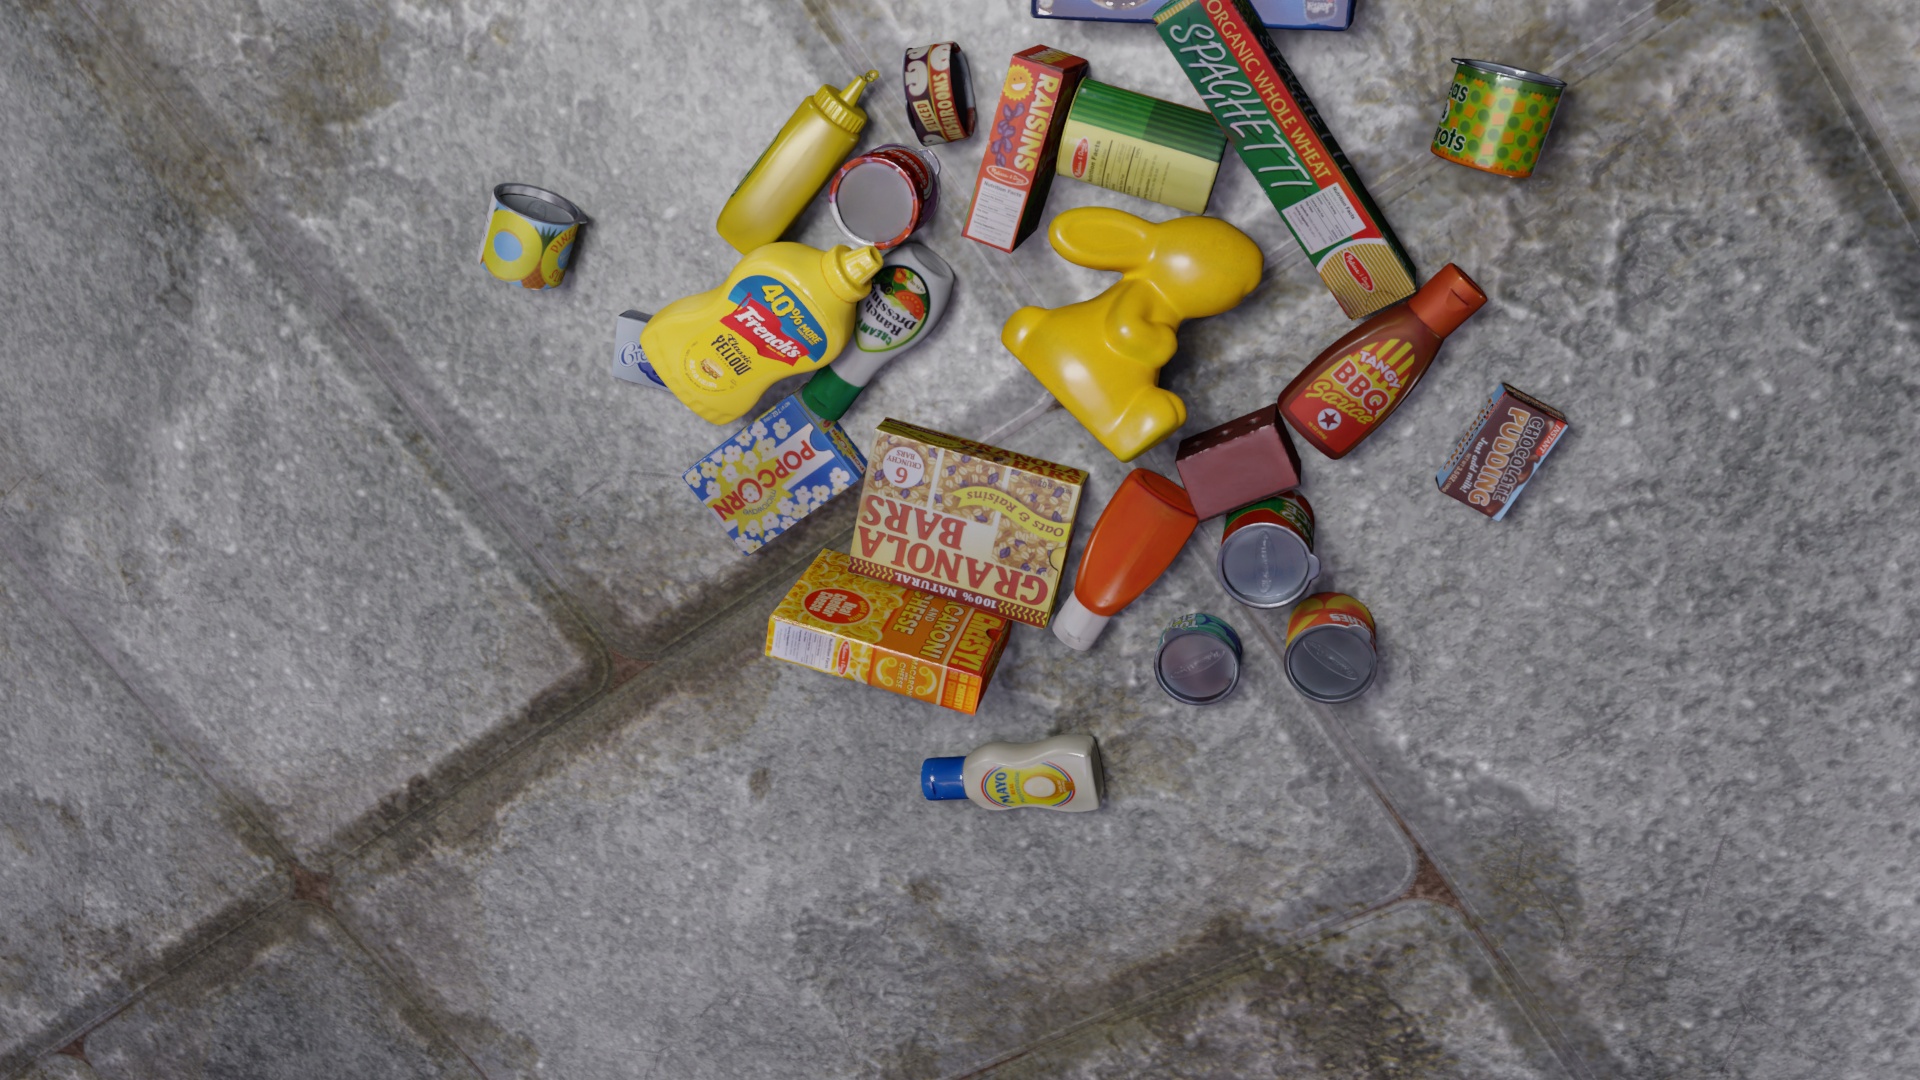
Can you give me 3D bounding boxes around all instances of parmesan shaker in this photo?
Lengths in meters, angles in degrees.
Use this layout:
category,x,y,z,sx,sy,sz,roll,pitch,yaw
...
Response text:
category,x,y,z,sx,sy,sz,roll,pitch,yaw
parmesan shaker,0.122,-0.261,0.927,0.103,0.071,0.071,18,116,6

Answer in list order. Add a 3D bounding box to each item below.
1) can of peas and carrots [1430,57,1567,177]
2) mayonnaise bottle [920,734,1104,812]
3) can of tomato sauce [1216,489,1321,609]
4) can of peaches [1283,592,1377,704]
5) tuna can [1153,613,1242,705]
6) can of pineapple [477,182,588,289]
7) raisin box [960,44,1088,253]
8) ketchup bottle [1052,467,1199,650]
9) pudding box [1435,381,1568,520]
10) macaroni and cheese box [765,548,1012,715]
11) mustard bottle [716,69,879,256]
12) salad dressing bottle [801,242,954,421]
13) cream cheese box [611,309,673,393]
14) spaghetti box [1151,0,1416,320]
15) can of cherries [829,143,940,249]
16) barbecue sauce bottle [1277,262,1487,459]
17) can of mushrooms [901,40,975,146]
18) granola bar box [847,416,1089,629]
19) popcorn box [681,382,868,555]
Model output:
category,x,y,z,sx,sy,sz,roll,pitch,yaw
can of peas and carrots,0.332,-0.264,0.867,0.071,0.071,0.058,16,117,8
mayonnaise bottle,0.042,0.197,1.158,0.148,0.041,0.064,-6,113,17
can of tomato sauce,0.223,0.002,1.002,0.071,0.083,0.071,6,114,13
can of peaches,0.278,0.078,1.034,0.071,0.058,0.071,6,113,13
tuna can,0.183,0.090,1.079,0.071,0.033,0.070,6,114,13
can of pineapple,-0.328,-0.231,1.060,0.071,0.071,0.057,27,118,3
raisin box,0.044,-0.264,0.934,0.040,0.086,0.122,21,117,7
ketchup bottle,0.120,0.019,1.059,0.065,0.044,0.148,31,117,1
pudding box,0.375,-0.061,0.964,0.050,0.030,0.083,28,117,1
macaroni and cheese box,-0.051,0.068,1.081,0.166,0.124,0.040,15,117,8
mustard bottle,-0.111,-0.273,0.987,0.049,0.065,0.159,38,112,-13
salad dressing bottle,-0.064,-0.152,1.035,0.064,0.044,0.147,40,117,-2
cream cheese box,-0.221,-0.143,1.092,0.104,0.024,0.053,16,115,8
spaghetti box,0.212,-0.248,0.888,0.050,0.029,0.249,-24,121,34
can of cherries,-0.052,-0.246,0.983,0.071,0.059,0.071,6,115,13
barbecue sauce bottle,0.290,-0.125,0.951,0.065,0.044,0.148,42,116,-6
can of mushrooms,-0.014,-0.302,0.942,0.033,0.071,0.070,-5,112,15
granola bar box,0.004,-0.013,1.076,0.166,0.039,0.123,16,113,8
popcorn box,-0.147,-0.055,1.103,0.126,0.038,0.085,-33,100,25
